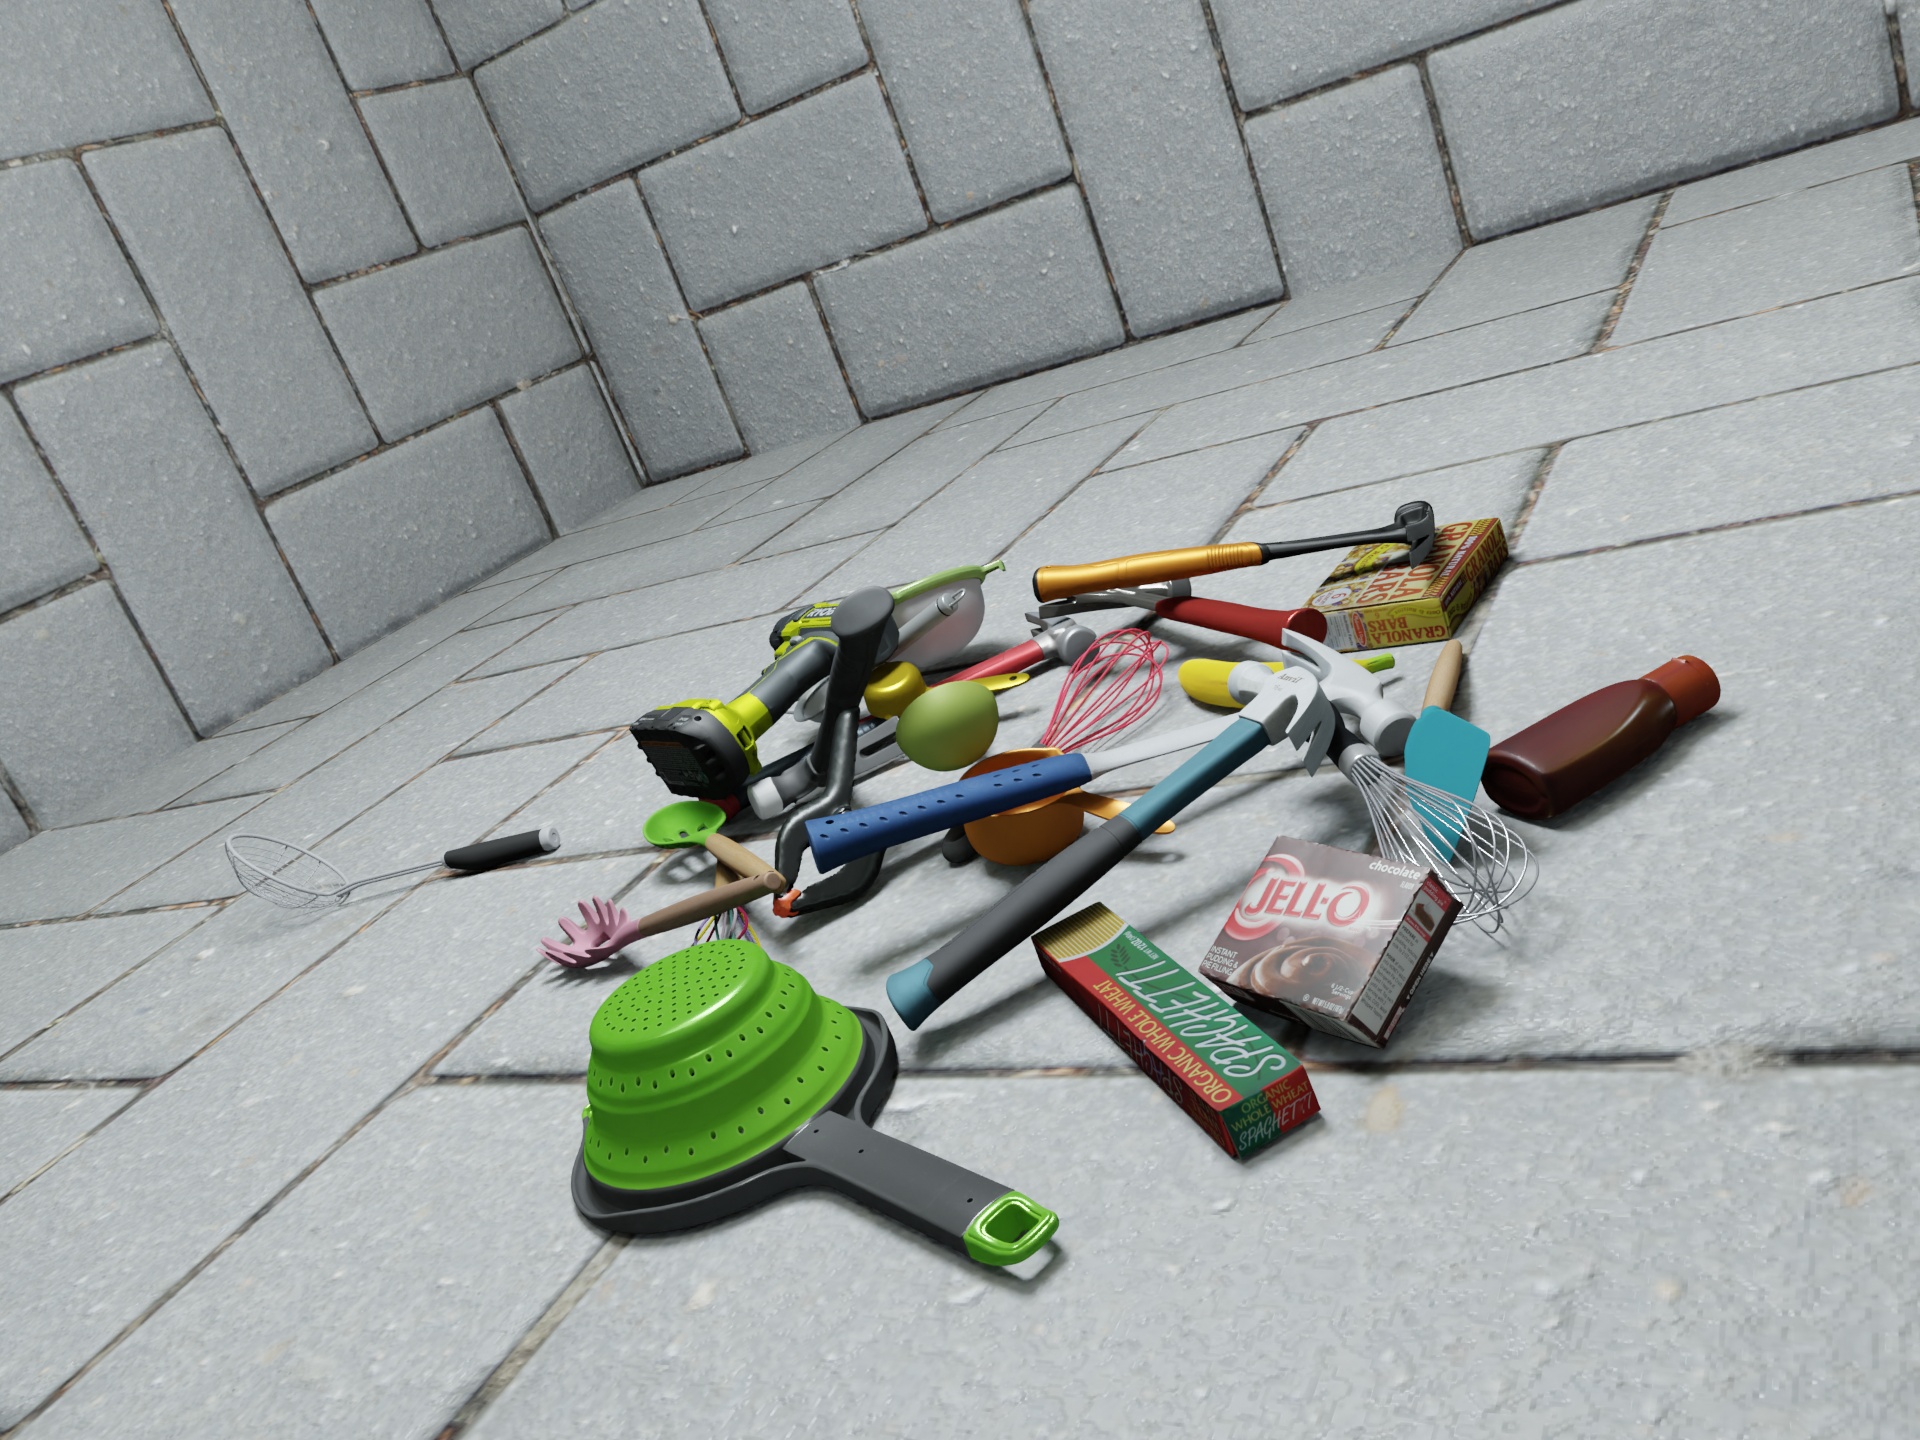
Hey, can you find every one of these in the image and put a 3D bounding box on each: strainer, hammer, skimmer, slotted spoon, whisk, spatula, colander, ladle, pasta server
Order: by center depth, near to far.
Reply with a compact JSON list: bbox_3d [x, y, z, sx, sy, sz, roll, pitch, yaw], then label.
[{"bbox_3d":[-0.097,0.195,0.857,0.204,0.094,0.397,-33,22,-32],"label":"colander"},{"bbox_3d":[0.247,0.039,0.925,0.070,0.070,0.285,-22,25,-1],"label":"whisk"},{"bbox_3d":[0.091,0.073,0.961,0.331,0.033,0.128,-37,19,-11],"label":"hammer"},{"bbox_3d":[0.320,-0.005,1.036,0.044,0.082,0.317,18,23,15],"label":"spatula"},{"bbox_3d":[0.093,0.027,1.079,0.405,0.035,0.144,-16,32,-9],"label":"hammer"},{"bbox_3d":[-0.218,0.138,1.137,0.316,0.040,0.060,-23,24,50],"label":"pasta server"},{"bbox_3d":[-0.177,0.141,1.184,0.047,0.051,0.245,-28,16,0],"label":"whisk"},{"bbox_3d":[-0.187,0.101,1.236,0.070,0.031,0.314,-20,12,-20],"label":"slotted spoon"},{"bbox_3d":[0.076,0.016,1.239,0.073,0.073,0.296,-2,33,45],"label":"whisk"},{"bbox_3d":[-0.088,-0.016,1.253,0.146,0.035,0.334,-24,-17,-20],"label":"hammer"},{"bbox_3d":[-0.002,-0.004,1.270,0.078,0.062,0.320,-31,2,4],"label":"ladle"},{"bbox_3d":[0.219,-0.133,1.323,0.337,0.034,0.127,-7,15,21],"label":"hammer"},{"bbox_3d":[0.192,-0.092,1.345,0.149,0.036,0.359,-7,11,-16],"label":"hammer"},{"bbox_3d":[-0.065,-0.005,1.475,0.386,0.038,0.143,-26,18,-13],"label":"hammer"},{"bbox_3d":[-0.078,-0.054,1.486,0.258,0.050,0.087,-35,23,39],"label":"strainer"},{"bbox_3d":[-0.563,0.122,1.583,0.363,0.090,0.127,-13,-11,17],"label":"skimmer"},{"bbox_3d":[-0.056,-0.074,1.603,0.151,0.069,0.256,-20,-8,-31],"label":"strainer"}]

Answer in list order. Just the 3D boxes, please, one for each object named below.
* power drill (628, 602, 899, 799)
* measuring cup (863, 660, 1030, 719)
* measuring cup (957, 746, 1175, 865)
[{"bbox_3d":[-0.179,-0.028,1.432,0.223,0.080,0.171,-42,25,-29],"label":"power drill"},{"bbox_3d":[-0.015,-0.036,1.407,0.156,0.029,0.062,-8,36,21],"label":"measuring cup"},{"bbox_3d":[0.076,0.072,1.097,0.174,0.052,0.095,15,39,38],"label":"measuring cup"}]
